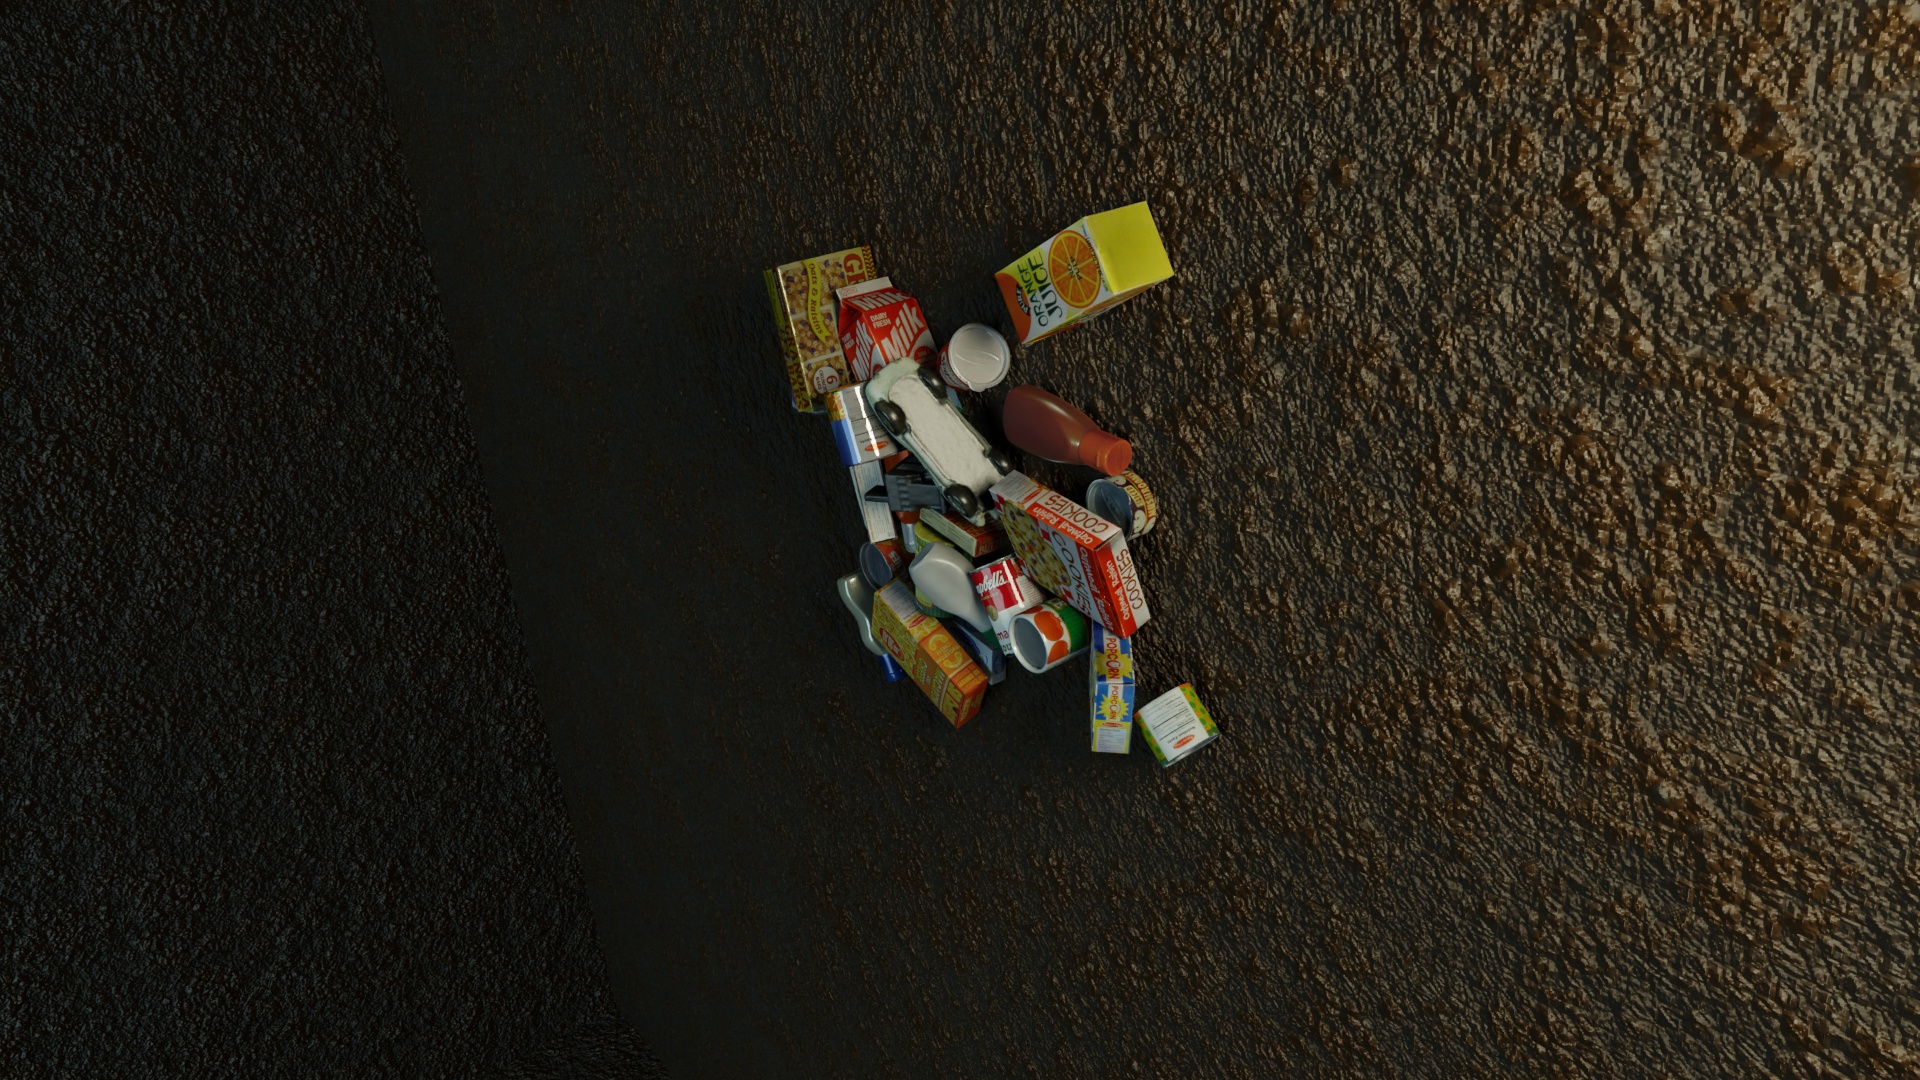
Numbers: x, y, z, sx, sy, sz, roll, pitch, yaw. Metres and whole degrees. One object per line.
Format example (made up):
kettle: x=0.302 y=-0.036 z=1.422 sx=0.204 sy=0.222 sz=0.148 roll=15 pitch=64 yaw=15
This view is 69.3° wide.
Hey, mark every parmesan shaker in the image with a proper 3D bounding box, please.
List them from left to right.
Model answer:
parmesan shaker: x=-0.019 y=0.031 z=1.599 sx=0.071 sy=0.071 sz=0.102 roll=34 pitch=134 yaw=42

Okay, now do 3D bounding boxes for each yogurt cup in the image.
yogurt cup: x=0.010 y=-0.186 z=1.435 sx=0.054 sy=0.072 sz=0.072 roll=-15 pitch=95 yaw=66

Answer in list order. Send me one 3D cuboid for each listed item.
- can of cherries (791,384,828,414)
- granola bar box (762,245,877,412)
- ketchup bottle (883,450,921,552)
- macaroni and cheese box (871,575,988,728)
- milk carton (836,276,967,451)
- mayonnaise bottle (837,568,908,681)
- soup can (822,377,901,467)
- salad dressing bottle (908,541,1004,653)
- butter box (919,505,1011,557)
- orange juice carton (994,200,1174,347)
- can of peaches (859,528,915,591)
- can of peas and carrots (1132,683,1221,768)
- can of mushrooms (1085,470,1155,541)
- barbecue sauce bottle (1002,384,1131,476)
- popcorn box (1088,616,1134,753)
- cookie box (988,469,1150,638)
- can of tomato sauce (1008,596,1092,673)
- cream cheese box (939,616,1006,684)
can of cherries: x=-0.176 y=-0.193 z=1.703 sx=0.071 sy=0.072 sz=0.058 roll=33 pitch=133 yaw=43
granola bar box: x=-0.144 y=-0.240 z=1.576 sx=0.039 sy=0.125 sz=0.165 roll=7 pitch=113 yaw=55
ketchup bottle: x=-0.059 y=-0.060 z=1.629 sx=0.065 sy=0.044 sz=0.148 roll=19 pitch=123 yaw=53
macaroni and cheese box: x=-0.040 y=0.137 z=1.672 sx=0.167 sy=0.040 sz=0.123 roll=48 pitch=159 yaw=17
milk carton: x=-0.073 y=-0.199 z=1.542 sx=0.073 sy=0.072 sz=0.190 roll=-26 pitch=86 yaw=59
mayonnaise bottle: x=-0.104 y=0.107 z=1.781 sx=0.041 sy=0.065 sz=0.148 roll=-9 pitch=104 yaw=61
soup can: x=-0.108 y=-0.128 z=1.506 sx=0.071 sy=0.071 sz=0.083 roll=-1 pitch=107 yaw=57
salad dressing bottle: x=0.009 y=0.066 z=1.546 sx=0.147 sy=0.044 sz=0.064 roll=44 pitch=121 yaw=-12
butter box: x=0.006 y=-0.019 z=1.548 sx=0.104 sy=0.053 sz=0.024 roll=35 pitch=133 yaw=41
orange juice carton: x=0.098 y=-0.235 z=1.263 sx=0.192 sy=0.073 sz=0.072 roll=-19 pitch=93 yaw=59
can of peaches: x=-0.081 y=0.024 z=1.698 sx=0.071 sy=0.058 sz=0.071 roll=32 pitch=132 yaw=44
can of peas and carrots: x=0.209 y=0.180 z=1.346 sx=0.059 sy=0.071 sz=0.070 roll=59 pitch=147 yaw=16
can of mushrooms: x=0.155 y=-0.033 z=1.332 sx=0.071 sy=0.033 sz=0.070 roll=34 pitch=134 yaw=44
barbecue sauce bottle: x=0.103 y=-0.103 z=1.360 sx=0.149 sy=0.044 sz=0.064 roll=30 pitch=132 yaw=45
popcorn box: x=0.148 y=0.138 z=1.372 sx=0.127 sy=0.038 sz=0.084 roll=-84 pitch=-4 yaw=-59
cookie box: x=0.108 y=0.013 z=1.380 sx=0.168 sy=0.040 sz=0.122 roll=33 pitch=155 yaw=47
can of tomato sauce: x=0.100 y=0.091 z=1.439 sx=0.071 sy=0.083 sz=0.070 roll=33 pitch=134 yaw=43
cream cheese box: x=0.015 y=0.123 z=1.644 sx=0.104 sy=0.024 sz=0.053 roll=34 pitch=136 yaw=43
